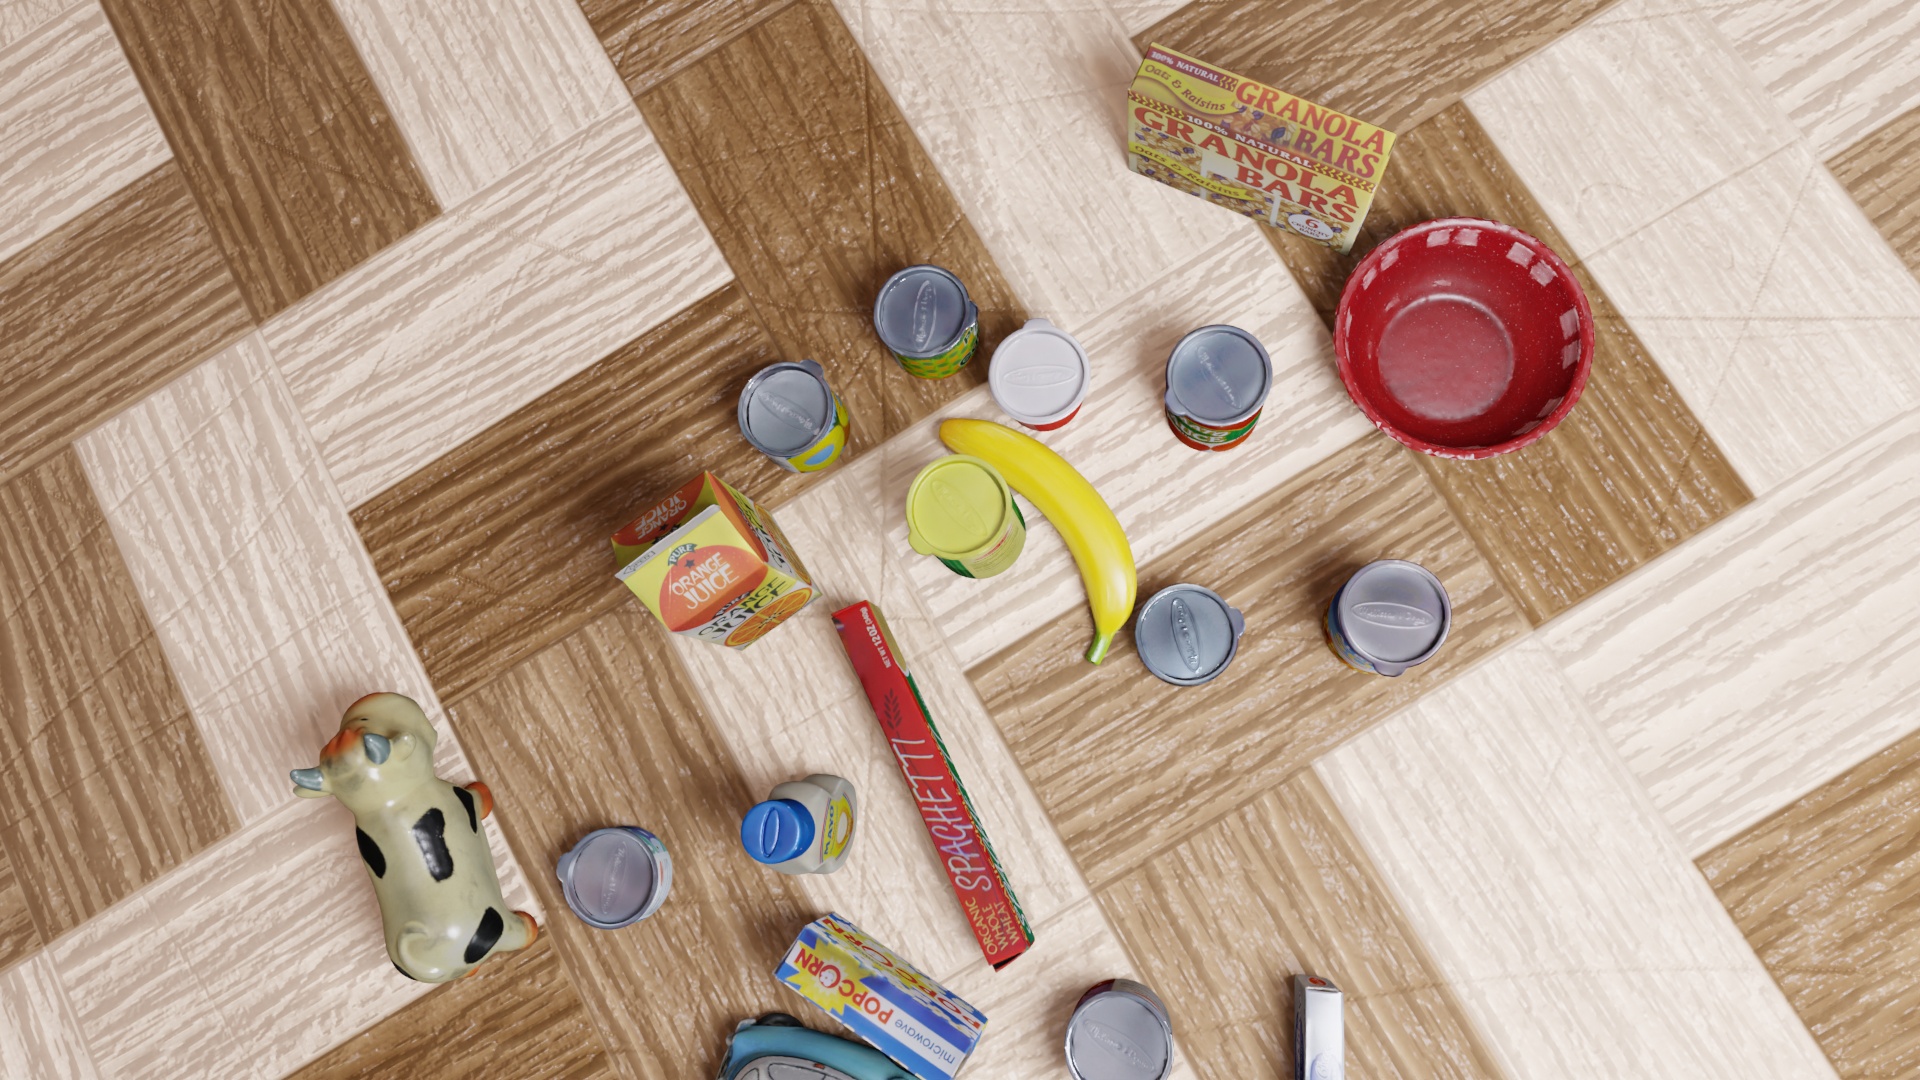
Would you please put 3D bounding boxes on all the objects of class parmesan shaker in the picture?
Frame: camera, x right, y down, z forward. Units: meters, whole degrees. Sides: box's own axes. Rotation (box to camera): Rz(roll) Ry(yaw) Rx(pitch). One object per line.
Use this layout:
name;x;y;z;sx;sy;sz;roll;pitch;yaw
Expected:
parmesan shaker;0.003;-0.011;0.907;0.071;0.103;0.071;-1;81;7

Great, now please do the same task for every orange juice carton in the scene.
orange juice carton;-0.155;0.014;0.877;0.072;0.192;0.073;-35;78;1

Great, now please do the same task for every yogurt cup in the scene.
yogurt cup;0.055;-0.106;0.941;0.072;0.054;0.072;-1;80;7

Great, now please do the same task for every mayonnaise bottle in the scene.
mayonnaise bottle;-0.099;0.179;0.864;0.041;0.148;0.065;6;82;8

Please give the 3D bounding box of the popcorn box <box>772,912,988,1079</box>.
popcorn box;-0.047;0.287;0.871;0.127;0.085;0.038;31;86;11

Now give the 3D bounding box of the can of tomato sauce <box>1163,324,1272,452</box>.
can of tomato sauce;0.166;-0.096;0.910;0.071;0.083;0.071;-1;81;7

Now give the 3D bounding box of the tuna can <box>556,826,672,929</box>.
tuna can;-0.232;0.225;0.933;0.071;0.033;0.071;-1;80;7

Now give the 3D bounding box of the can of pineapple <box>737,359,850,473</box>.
can of pineapple;-0.112;-0.085;0.957;0.071;0.058;0.071;-1;80;7

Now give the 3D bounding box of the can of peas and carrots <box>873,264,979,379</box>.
can of peas and carrots;-0.020;-0.149;0.956;0.071;0.058;0.071;-1;81;7

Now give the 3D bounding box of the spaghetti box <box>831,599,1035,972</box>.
spaghetti box;-0.018;0.156;0.908;0.029;0.050;0.250;-27;78;3

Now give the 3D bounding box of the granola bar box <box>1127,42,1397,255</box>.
granola bar box;0.193;-0.255;0.913;0.166;0.124;0.039;25;85;11

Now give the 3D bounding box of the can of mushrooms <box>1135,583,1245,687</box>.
can of mushrooms;0.150;0.063;0.910;0.071;0.033;0.071;-1;80;7

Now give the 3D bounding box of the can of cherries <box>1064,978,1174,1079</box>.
can of cherries;0.097;0.311;0.862;0.071;0.058;0.071;-1;80;7

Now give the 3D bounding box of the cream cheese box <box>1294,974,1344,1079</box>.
cream cheese box;0.218;0.322;0.847;0.024;0.053;0.104;1;81;8

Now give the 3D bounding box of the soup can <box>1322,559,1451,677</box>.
soup can;0.265;0.052;0.872;0.071;0.083;0.071;-1;81;7
